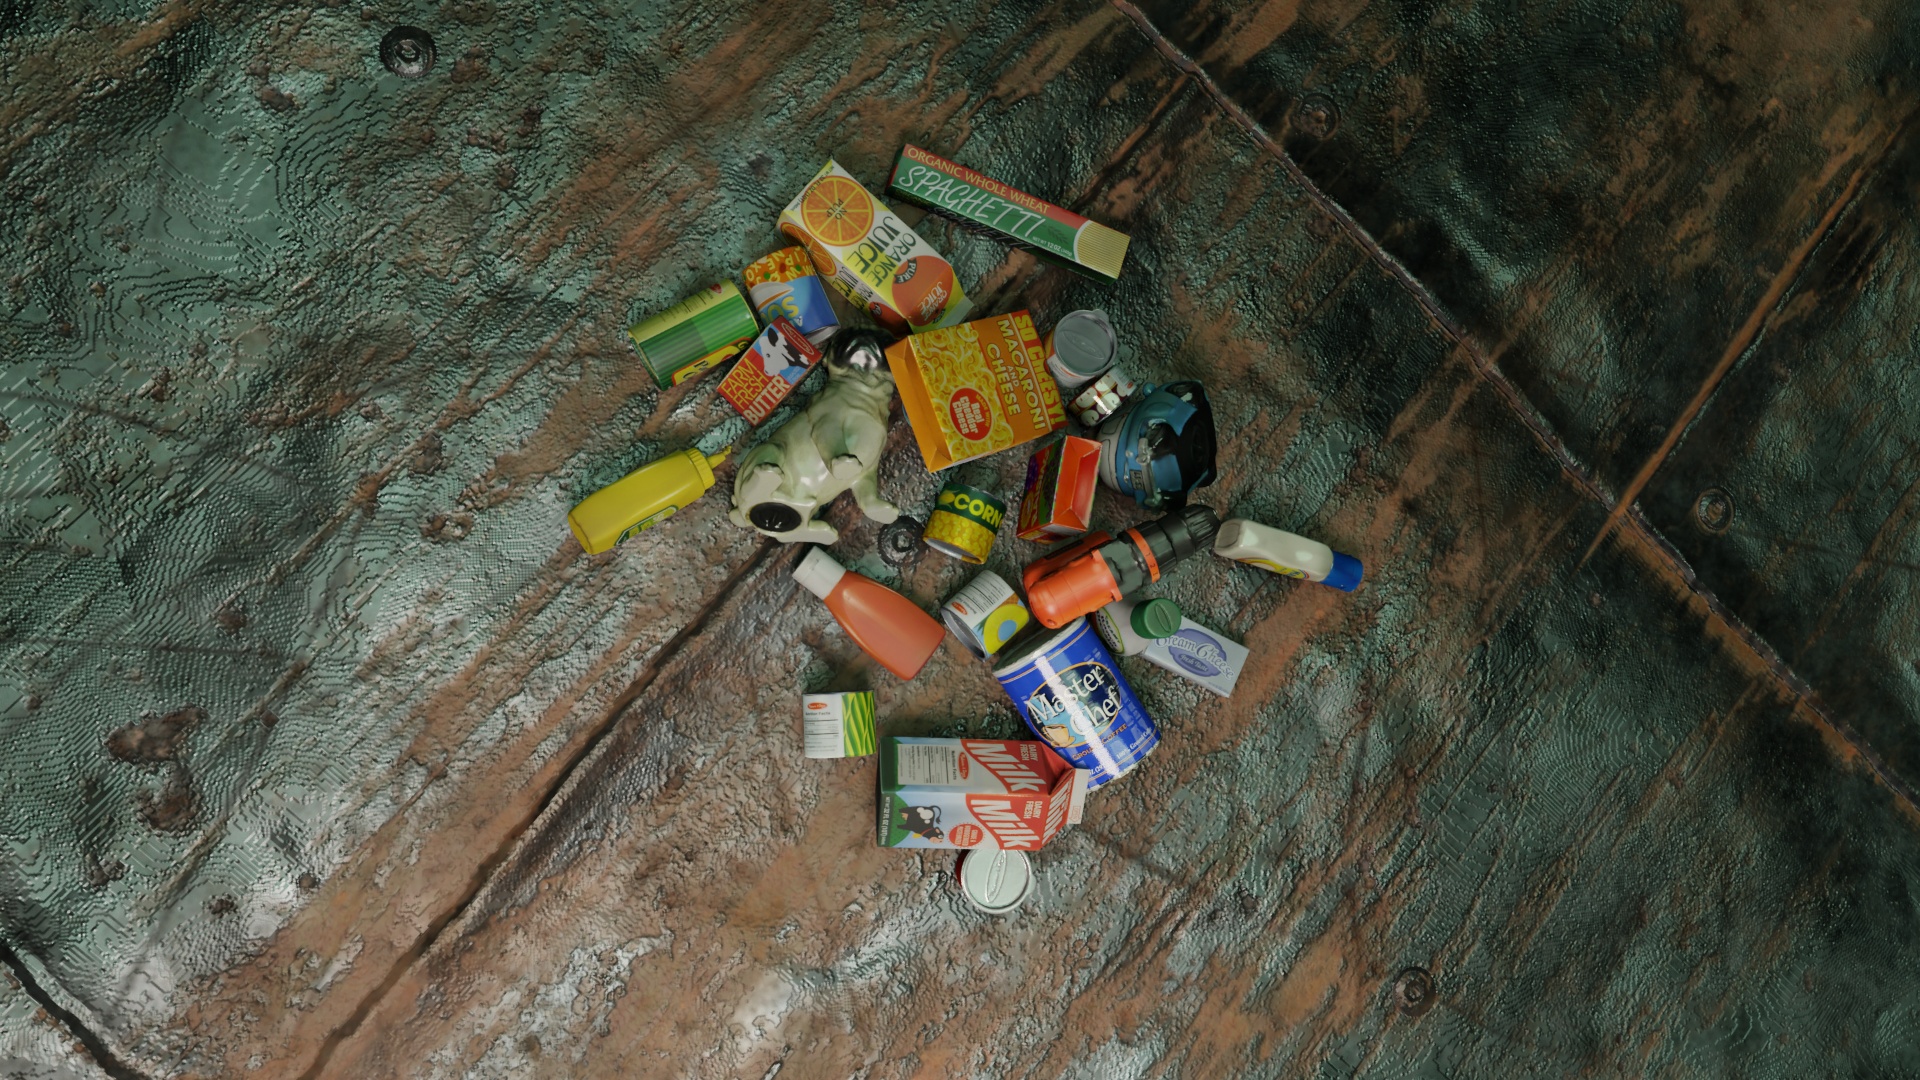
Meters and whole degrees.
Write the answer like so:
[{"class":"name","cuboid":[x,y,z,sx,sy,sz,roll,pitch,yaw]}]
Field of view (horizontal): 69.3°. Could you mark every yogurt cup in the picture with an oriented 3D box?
[{"class":"yogurt cup","cuboid":[0.028,0.308,1.290,0.072,0.054,0.072,2,83,-14]}]

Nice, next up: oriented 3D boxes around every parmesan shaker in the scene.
[{"class":"parmesan shaker","cuboid":[-0.245,-0.189,1.277,0.103,0.071,0.071,-30,92,-13]}]

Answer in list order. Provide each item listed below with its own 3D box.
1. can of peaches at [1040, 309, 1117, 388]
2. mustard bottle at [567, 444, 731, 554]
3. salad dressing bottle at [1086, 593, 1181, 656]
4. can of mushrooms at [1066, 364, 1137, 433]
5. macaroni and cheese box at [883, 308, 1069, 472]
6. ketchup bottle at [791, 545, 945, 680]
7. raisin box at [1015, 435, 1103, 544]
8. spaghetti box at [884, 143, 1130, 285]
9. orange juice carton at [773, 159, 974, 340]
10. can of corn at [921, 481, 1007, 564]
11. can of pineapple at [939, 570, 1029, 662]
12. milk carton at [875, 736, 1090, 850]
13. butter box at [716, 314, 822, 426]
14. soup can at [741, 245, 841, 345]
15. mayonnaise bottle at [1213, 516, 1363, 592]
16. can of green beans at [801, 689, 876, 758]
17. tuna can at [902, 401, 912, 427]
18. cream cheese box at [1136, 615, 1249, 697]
[{"class":"can of peaches","cuboid":[0.116,-0.190,1.370,0.071,0.058,0.071,2,82,-13]},{"class":"mustard bottle","cuboid":[-0.274,-0.044,1.253,0.161,0.065,0.049,-31,88,-19]},{"class":"salad dressing bottle","cuboid":[0.163,0.076,1.303,0.044,0.147,0.064,-24,90,-15]},{"class":"can of mushrooms","cuboid":[0.137,-0.140,1.366,0.071,0.071,0.033,-42,95,-15]},{"class":"macaroni and cheese box","cuboid":[0.019,-0.144,1.312,0.167,0.040,0.123,-21,91,-42]},{"class":"ketchup bottle","cuboid":[-0.088,0.064,1.296,0.149,0.043,0.065,38,76,-7]},{"class":"raisin box","cuboid":[0.092,-0.046,1.313,0.040,0.123,0.086,12,81,-12]},{"class":"spaghetti box","cuboid":[0.048,-0.324,1.385,0.250,0.028,0.050,20,78,-11]},{"class":"orange juice carton","cuboid":[-0.079,-0.264,1.323,0.192,0.073,0.072,41,76,-7]},{"class":"can of corn","cuboid":[0.005,-0.016,1.315,0.071,0.071,0.058,25,79,-10]},{"class":"can of pineapple","cuboid":[0.023,0.071,1.313,0.058,0.071,0.071,-40,94,-15]},{"class":"milk carton","cuboid":[0.020,0.231,1.262,0.191,0.074,0.072,2,125,-6]},{"class":"butter box","cuboid":[-0.176,-0.155,1.275,0.053,0.103,0.024,44,38,-6]},{"class":"soup can","cuboid":[-0.161,-0.223,1.300,0.071,0.071,0.083,-25,89,-15]},{"class":"mayonnaise bottle","cuboid":[0.334,0.015,1.400,0.148,0.064,0.041,17,79,-15]},{"class":"can of green beans","cuboid":[-0.110,0.167,1.266,0.071,0.071,0.058,-2,85,-14]},{"class":"tuna can","cuboid":[-0.022,-0.136,1.342,0.071,0.033,0.071,2,83,-14]},{"class":"cream cheese box","cuboid":[0.231,0.111,1.380,0.104,0.024,0.053,27,77,-10]}]
